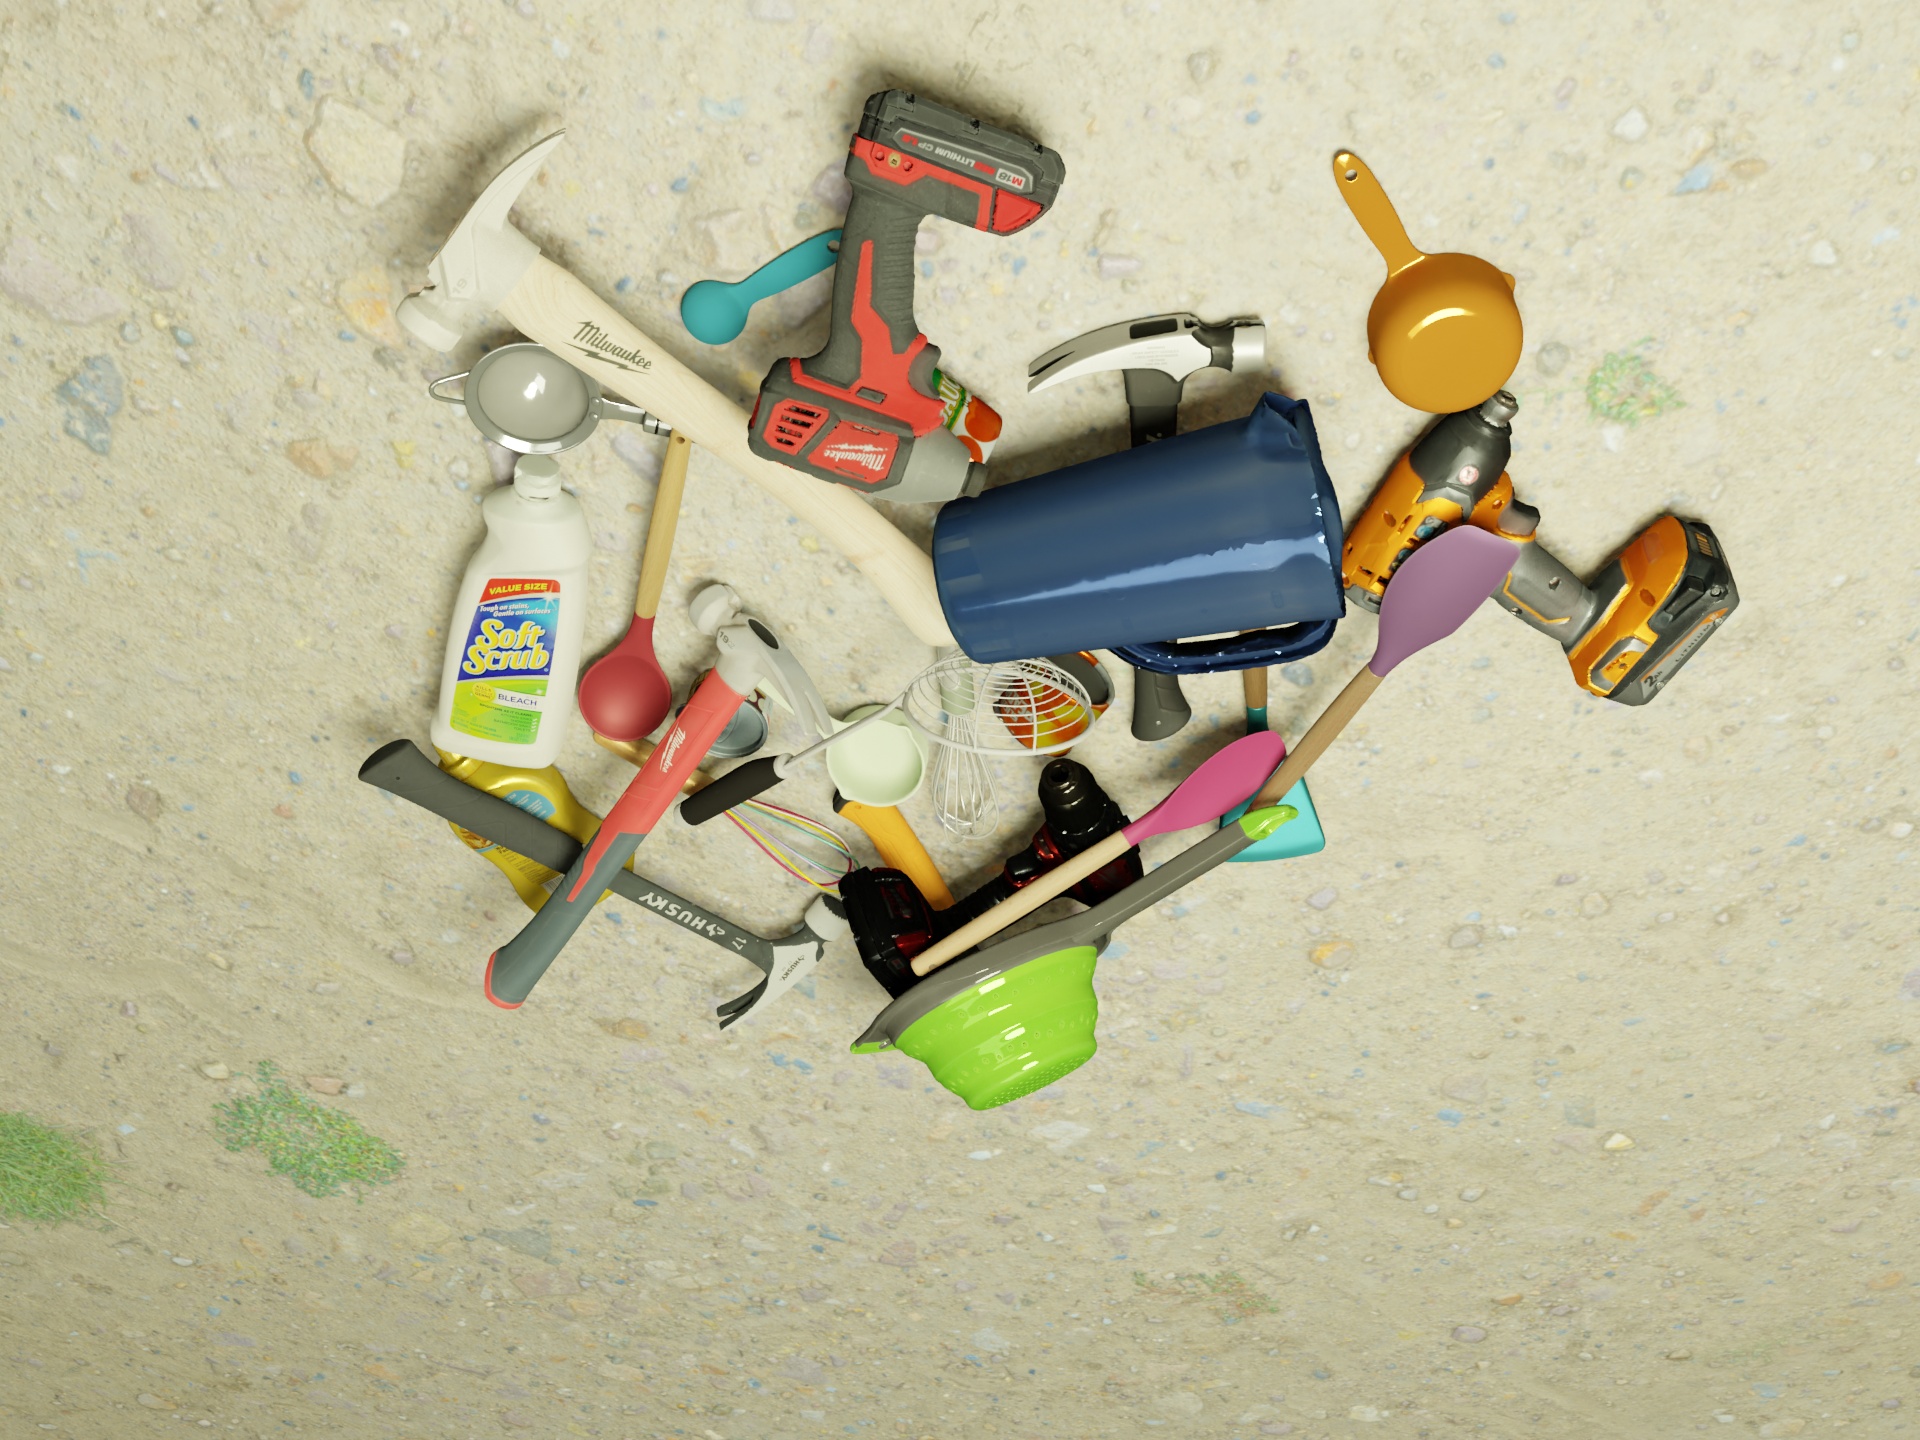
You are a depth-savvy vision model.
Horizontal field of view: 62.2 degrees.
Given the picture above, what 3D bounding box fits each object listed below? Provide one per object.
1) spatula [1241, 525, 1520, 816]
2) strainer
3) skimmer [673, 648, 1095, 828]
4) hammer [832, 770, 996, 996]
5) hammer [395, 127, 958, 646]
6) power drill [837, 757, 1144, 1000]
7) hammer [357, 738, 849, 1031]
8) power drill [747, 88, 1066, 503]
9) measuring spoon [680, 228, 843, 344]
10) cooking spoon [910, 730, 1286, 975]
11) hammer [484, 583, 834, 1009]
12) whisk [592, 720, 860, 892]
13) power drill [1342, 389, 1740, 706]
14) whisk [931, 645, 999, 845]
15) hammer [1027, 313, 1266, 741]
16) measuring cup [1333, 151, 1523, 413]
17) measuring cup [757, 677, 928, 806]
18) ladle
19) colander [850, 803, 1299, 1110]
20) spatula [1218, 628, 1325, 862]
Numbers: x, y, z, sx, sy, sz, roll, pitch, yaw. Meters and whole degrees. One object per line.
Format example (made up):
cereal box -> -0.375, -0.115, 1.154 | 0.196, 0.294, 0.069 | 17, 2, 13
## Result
spatula -> 0.268, -0.020, 1.082 | 0.059, 0.018, 0.315 | 22, 137, -6
strainer -> -0.209, -0.198, 1.036 | 0.258, 0.050, 0.086 | 11, 134, -12
skimmer -> -0.070, 0.036, 1.136 | 0.363, 0.127, 0.090 | -26, 97, 36
hammer -> -0.008, 0.164, 1.341 | 0.127, 0.034, 0.336 | -16, 128, 20
hammer -> -0.131, -0.181, 0.991 | 0.410, 0.038, 0.146 | 35, 105, -25
power drill -> 0.025, 0.119, 1.216 | 0.226, 0.080, 0.187 | -25, 145, 3
hammer -> -0.288, 0.125, 1.273 | 0.408, 0.036, 0.149 | 32, 106, -29
power drill -> -0.025, -0.233, 0.911 | 0.143, 0.079, 0.219 | 18, 110, -10
measuring spoon -> -0.119, -0.266, 0.976 | 0.128, 0.021, 0.042 | -21, 126, 24
cooking spoon -> 0.099, 0.100, 1.167 | 0.319, 0.017, 0.068 | -33, 138, 5
hammer -> -0.240, 0.090, 1.178 | 0.386, 0.143, 0.038 | -51, 153, 22
whisk -> -0.182, 0.069, 1.265 | 0.245, 0.047, 0.051 | 31, 161, -15
power drill -> 0.377, -0.113, 1.026 | 0.226, 0.084, 0.164 | 21, 131, -7
whisk -> -0.002, -0.004, 1.185 | 0.058, 0.059, 0.246 | 18, 133, 27
hammer -> 0.126, -0.116, 1.078 | 0.146, 0.035, 0.334 | -1, 132, 6
measuring cup -> 0.265, -0.253, 0.928 | 0.095, 0.052, 0.173 | -27, 126, 27
measuring cup -> -0.096, -0.003, 1.205 | 0.167, 0.038, 0.083 | 38, 117, -9
ladle -> -0.219, -0.094, 1.117 | 0.069, 0.031, 0.315 | 10, 138, -13
colander -> 0.102, 0.196, 1.207 | 0.397, 0.095, 0.204 | -35, 158, 21
spatula -> 0.215, -0.026, 1.143 | 0.082, 0.044, 0.317 | -7, 130, 7
